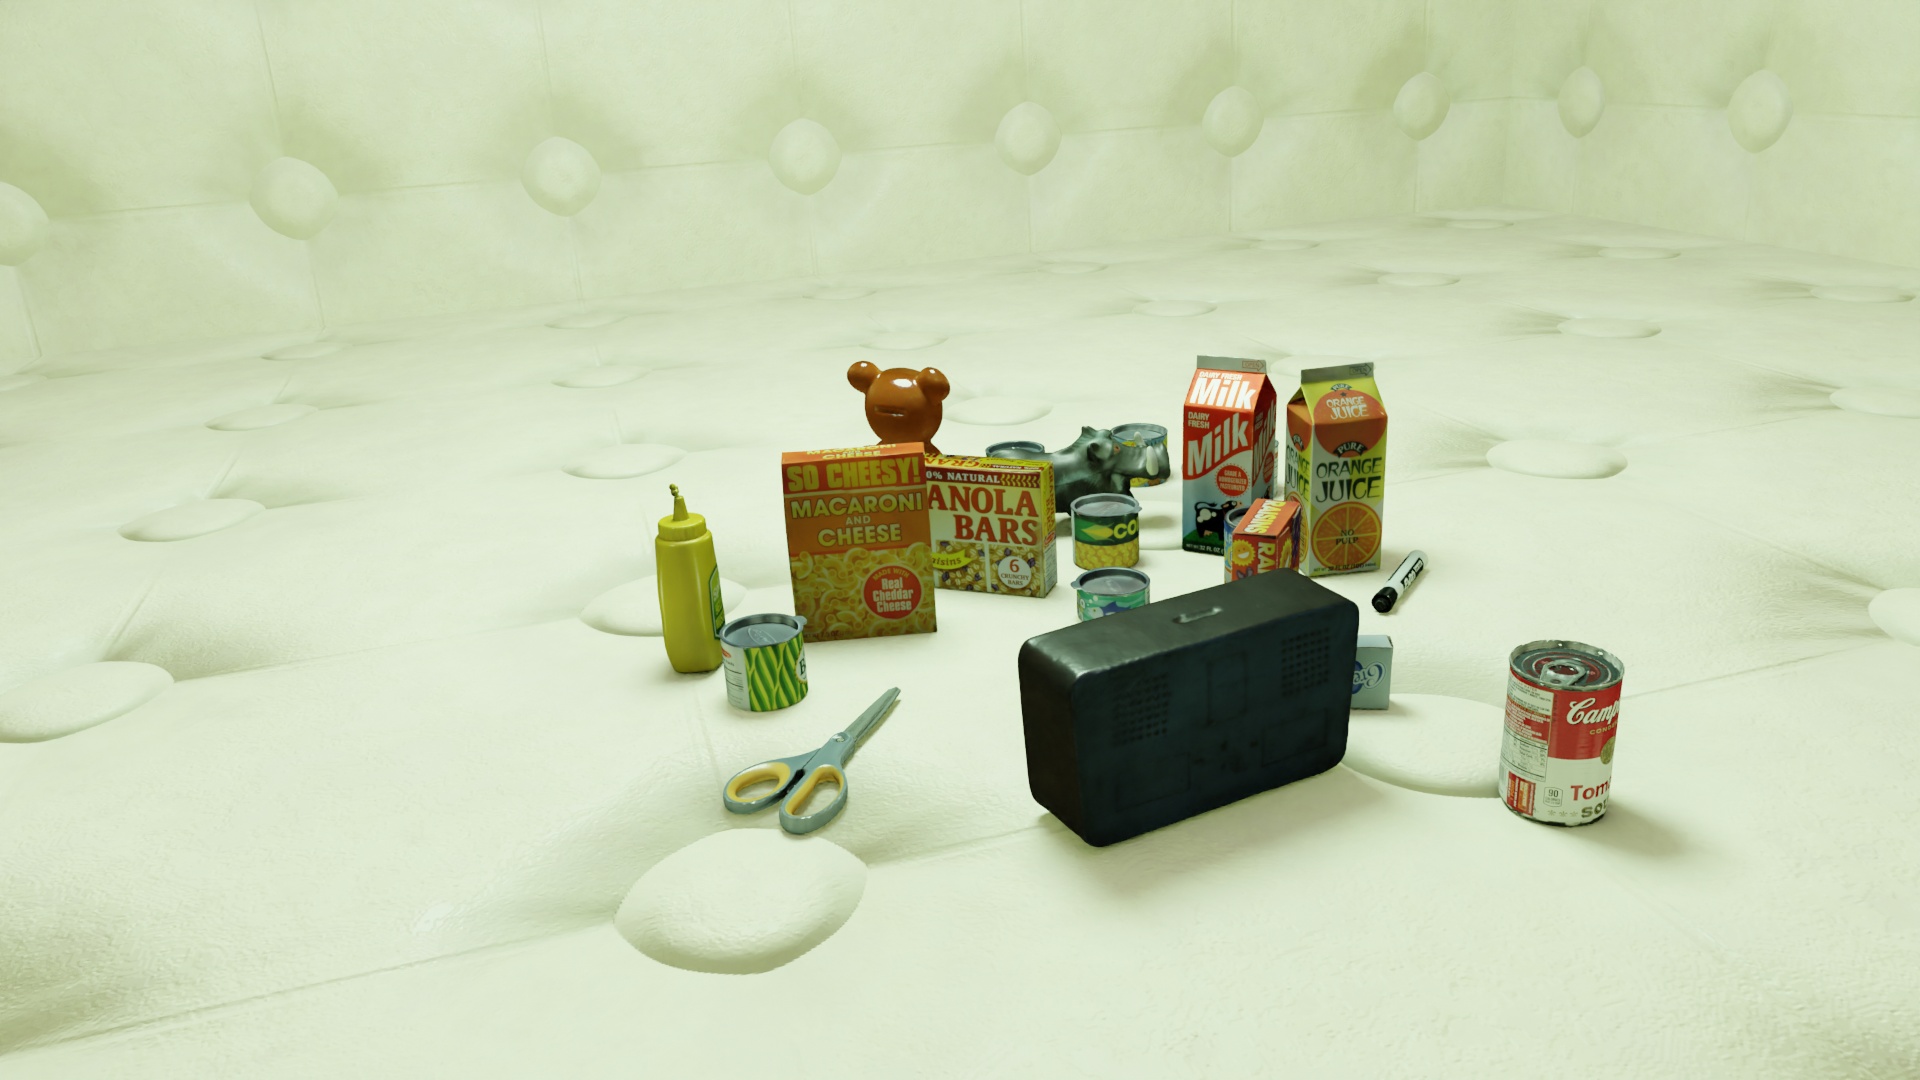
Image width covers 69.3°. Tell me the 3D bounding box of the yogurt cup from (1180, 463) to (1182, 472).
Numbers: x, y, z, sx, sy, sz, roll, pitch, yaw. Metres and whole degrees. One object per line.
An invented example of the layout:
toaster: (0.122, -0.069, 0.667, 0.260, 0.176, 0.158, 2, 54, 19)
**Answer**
yogurt cup: (0.266, -0.055, 1.460, 0.072, 0.053, 0.072, -3, 20, 1)

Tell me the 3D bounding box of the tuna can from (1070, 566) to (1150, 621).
tuna can: (0.133, 0.050, 1.230, 0.071, 0.032, 0.071, -3, 20, 1)

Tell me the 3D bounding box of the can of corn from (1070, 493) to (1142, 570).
can of corn: (0.143, -0.007, 1.346, 0.071, 0.058, 0.071, -3, 20, 1)

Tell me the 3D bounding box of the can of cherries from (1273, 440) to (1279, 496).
can of cherries: (0.310, -0.080, 1.514, 0.071, 0.058, 0.072, -3, 20, 1)

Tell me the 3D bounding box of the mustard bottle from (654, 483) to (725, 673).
mustard bottle: (-0.227, 0.029, 1.160, 0.049, 0.159, 0.065, -3, 20, 1)

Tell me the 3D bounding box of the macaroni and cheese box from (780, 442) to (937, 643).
macaroni and cheese box: (-0.087, 0.002, 1.204, 0.124, 0.165, 0.040, -5, 20, -4)

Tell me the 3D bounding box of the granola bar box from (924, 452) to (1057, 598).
granola bar box: (0.005, -0.016, 1.297, 0.165, 0.123, 0.039, 5, 22, 21)

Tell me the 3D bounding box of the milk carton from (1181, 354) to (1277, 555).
milk carton: (0.261, -0.085, 1.348, 0.072, 0.189, 0.074, 8, 23, 29)

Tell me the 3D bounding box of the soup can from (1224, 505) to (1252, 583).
soup can: (0.263, 0.019, 1.221, 0.071, 0.083, 0.071, -3, 20, 1)

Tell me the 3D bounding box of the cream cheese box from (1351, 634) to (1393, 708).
cream cheese box: (0.271, 0.099, 1.049, 0.104, 0.053, 0.024, -1, 20, 7)

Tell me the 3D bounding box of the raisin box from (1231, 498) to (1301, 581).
raisin box: (0.246, 0.038, 1.117, 0.040, 0.123, 0.086, 6, 22, 25)

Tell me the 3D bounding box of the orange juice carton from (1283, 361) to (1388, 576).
orange juice carton: (0.346, -0.069, 1.289, 0.072, 0.192, 0.073, -6, 20, -6)

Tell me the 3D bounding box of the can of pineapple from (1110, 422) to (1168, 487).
can of pineapple: (0.202, -0.097, 1.576, 0.071, 0.057, 0.071, -3, 20, 1)

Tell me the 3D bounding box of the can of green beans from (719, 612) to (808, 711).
can of green beans: (-0.157, 0.097, 1.113, 0.071, 0.057, 0.071, -3, 20, 1)

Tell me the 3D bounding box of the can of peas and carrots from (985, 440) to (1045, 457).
can of peas and carrots: (0.063, -0.073, 1.534, 0.071, 0.058, 0.071, -3, 20, 1)
